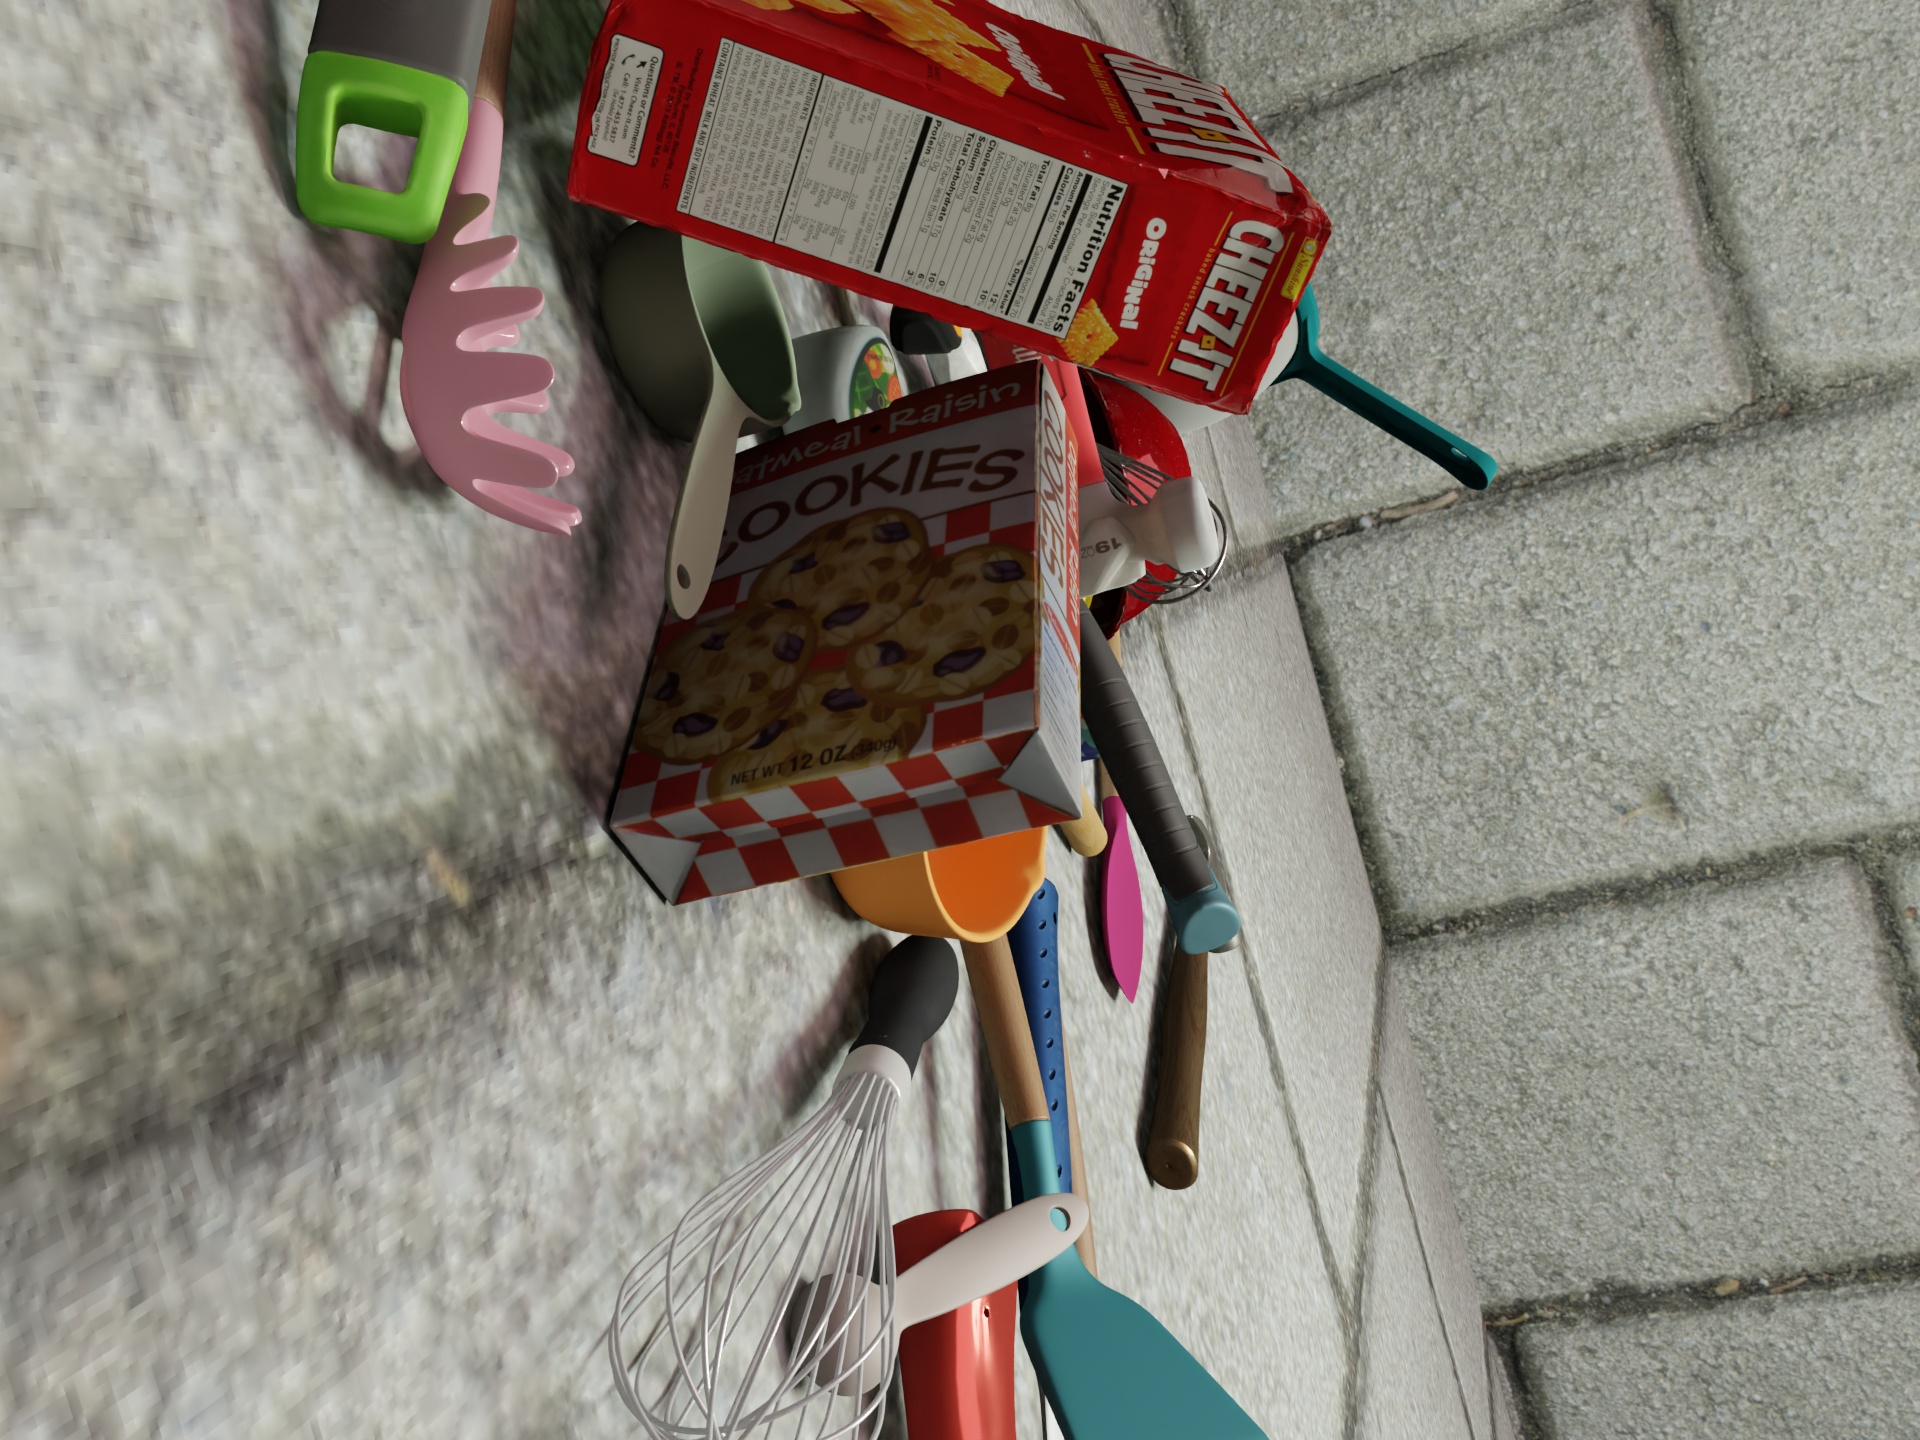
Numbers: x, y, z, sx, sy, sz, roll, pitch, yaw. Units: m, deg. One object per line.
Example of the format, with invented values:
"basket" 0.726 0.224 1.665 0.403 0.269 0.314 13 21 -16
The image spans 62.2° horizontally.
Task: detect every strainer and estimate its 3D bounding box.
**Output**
"strainer" 0.151 -0.203 0.942 0.095 0.340 0.211 -57 177 -14

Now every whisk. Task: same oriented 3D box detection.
"whisk" -0.032 0.121 0.462 0.285 0.070 0.070 -58 132 -72
"whisk" 0.059 -0.143 0.825 0.057 0.059 0.247 31 19 -50
"whisk" 0.034 0.000 0.782 0.244 0.047 0.051 60 22 -48

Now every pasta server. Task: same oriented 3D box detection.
"pasta server" -0.125 -0.185 0.441 0.060 0.040 0.316 100 -14 -60

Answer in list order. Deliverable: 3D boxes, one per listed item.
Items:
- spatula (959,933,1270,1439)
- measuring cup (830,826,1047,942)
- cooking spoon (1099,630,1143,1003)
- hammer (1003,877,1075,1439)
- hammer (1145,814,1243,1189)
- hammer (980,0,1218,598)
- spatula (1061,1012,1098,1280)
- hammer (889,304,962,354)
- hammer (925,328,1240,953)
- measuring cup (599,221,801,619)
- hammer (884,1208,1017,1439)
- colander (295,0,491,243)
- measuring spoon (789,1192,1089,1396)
"spatula" 0.027 0.123 0.597 0.082 0.044 0.318 7 54 -35
"measuring cup" -0.001 -0.002 0.589 0.095 0.052 0.174 50 47 -46
"cooking spoon" 0.094 0.031 0.978 0.319 0.017 0.068 -87 156 -43
"hammer" 0.035 0.248 0.597 0.143 0.035 0.406 53 28 -51
"hammer" 0.143 0.167 0.999 0.331 0.031 0.130 -67 139 -63
"hammer" -0.009 -0.234 0.638 0.038 0.143 0.386 -38 114 -73
"spatula" 0.049 0.232 0.682 0.059 0.018 0.316 37 43 -62
"hammer" -0.017 -0.334 0.703 0.127 0.034 0.337 -40 130 -75
"hammer" 0.053 -0.046 0.763 0.128 0.033 0.331 63 4 -74
"measuring cup" -0.088 -0.091 0.487 0.083 0.038 0.168 57 27 -46
"hammer" 0.009 0.313 0.422 0.149 0.036 0.359 20 48 -38
"colander" -0.125 -0.300 0.439 0.094 0.204 0.397 144 -46 -72
"measuring spoon" 0.001 0.168 0.487 0.124 0.018 0.034 -11 64 -44
